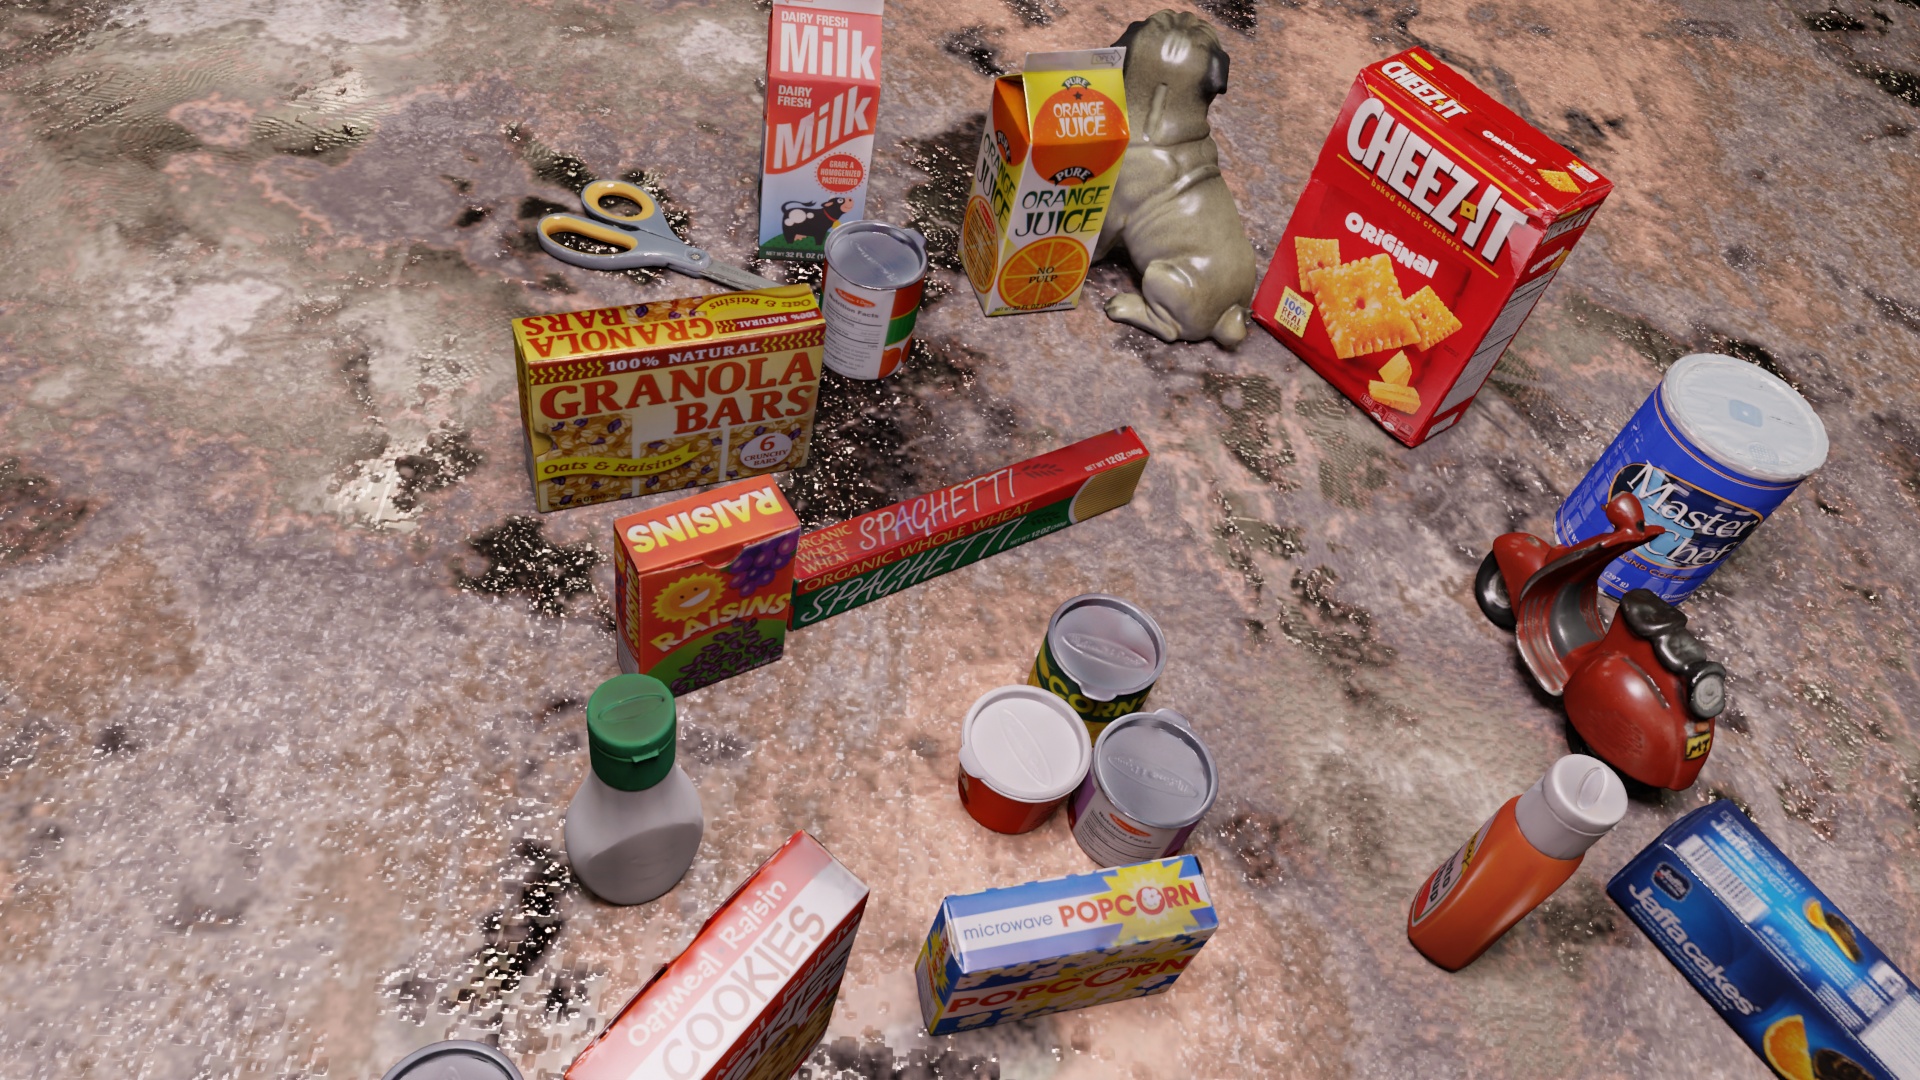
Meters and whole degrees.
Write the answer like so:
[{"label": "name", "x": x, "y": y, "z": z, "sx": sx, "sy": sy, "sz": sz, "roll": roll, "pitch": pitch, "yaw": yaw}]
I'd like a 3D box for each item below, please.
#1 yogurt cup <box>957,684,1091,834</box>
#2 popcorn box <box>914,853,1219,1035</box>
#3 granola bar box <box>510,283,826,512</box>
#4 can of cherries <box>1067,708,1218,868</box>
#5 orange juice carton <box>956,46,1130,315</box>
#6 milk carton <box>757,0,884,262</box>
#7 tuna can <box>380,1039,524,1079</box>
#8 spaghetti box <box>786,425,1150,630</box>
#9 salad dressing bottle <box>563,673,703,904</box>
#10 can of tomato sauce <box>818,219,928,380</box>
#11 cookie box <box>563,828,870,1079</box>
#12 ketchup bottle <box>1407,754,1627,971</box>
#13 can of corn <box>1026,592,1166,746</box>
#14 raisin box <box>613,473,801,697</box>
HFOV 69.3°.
[{"label": "yogurt cup", "x": 0.030, "y": 0.117, "z": 0.728, "sx": 0.072, "sy": 0.053, "sz": 0.073, "roll": 6, "pitch": 51, "yaw": -8}, {"label": "popcorn box", "x": 0.048, "y": 0.190, "z": 0.652, "sx": 0.127, "sy": 0.084, "sz": 0.038, "roll": -5, "pitch": 53, "yaw": -17}, {"label": "granola bar box", "x": -0.165, "y": -0.081, "z": 0.798, "sx": 0.166, "sy": 0.123, "sz": 0.039, "roll": -11, "pitch": 55, "yaw": -21}, {"label": "can of cherries", "x": 0.096, "y": 0.131, "z": 0.728, "sx": 0.071, "sy": 0.058, "sz": 0.072, "roll": 6, "pitch": 51, "yaw": -8}, {"label": "orange juice carton", "x": 0.056, "y": -0.247, "z": 0.940, "sx": 0.072, "sy": 0.191, "sz": 0.073, "roll": -9, "pitch": 54, "yaw": -19}, {"label": "milk carton", "x": -0.097, "y": -0.284, "z": 0.935, "sx": 0.072, "sy": 0.189, "sz": 0.074, "roll": 2, "pitch": 51, "yaw": -12}, {"label": "tuna can", "x": -0.216, "y": 0.247, "z": 0.580, "sx": 0.071, "sy": 0.032, "sz": 0.071, "roll": 6, "pitch": 51, "yaw": -8}, {"label": "spaghetti box", "x": 0.003, "y": -0.010, "z": 0.828, "sx": 0.251, "sy": 0.049, "sz": 0.029, "roll": -20, "pitch": 59, "yaw": -26}, {"label": "salad dressing bottle", "x": -0.148, "y": 0.114, "z": 0.628, "sx": 0.064, "sy": 0.146, "sz": 0.044, "roll": -15, "pitch": 57, "yaw": -23}, {"label": "can of tomato sauce", "x": -0.059, "y": -0.158, "z": 0.912, "sx": 0.071, "sy": 0.082, "sz": 0.071, "roll": 6, "pitch": 51, "yaw": -8}, {"label": "cookie box", "x": -0.098, "y": 0.204, "z": 0.554, "sx": 0.040, "sy": 0.166, "sz": 0.123, "roll": 34, "pitch": 52, "yaw": 15}, {"label": "ketchup bottle", "x": 0.276, "y": 0.158, "z": 0.689, "sx": 0.043, "sy": 0.148, "sz": 0.065, "roll": 35, "pitch": 53, "yaw": 15}, {"label": "can of corn", "x": 0.074, "y": 0.074, "z": 0.770, "sx": 0.071, "sy": 0.058, "sz": 0.071, "roll": 6, "pitch": 51, "yaw": -8}, {"label": "raisin box", "x": -0.133, "y": 0.028, "z": 0.718, "sx": 0.086, "sy": 0.122, "sz": 0.040, "roll": -18, "pitch": 58, "yaw": -25}]
